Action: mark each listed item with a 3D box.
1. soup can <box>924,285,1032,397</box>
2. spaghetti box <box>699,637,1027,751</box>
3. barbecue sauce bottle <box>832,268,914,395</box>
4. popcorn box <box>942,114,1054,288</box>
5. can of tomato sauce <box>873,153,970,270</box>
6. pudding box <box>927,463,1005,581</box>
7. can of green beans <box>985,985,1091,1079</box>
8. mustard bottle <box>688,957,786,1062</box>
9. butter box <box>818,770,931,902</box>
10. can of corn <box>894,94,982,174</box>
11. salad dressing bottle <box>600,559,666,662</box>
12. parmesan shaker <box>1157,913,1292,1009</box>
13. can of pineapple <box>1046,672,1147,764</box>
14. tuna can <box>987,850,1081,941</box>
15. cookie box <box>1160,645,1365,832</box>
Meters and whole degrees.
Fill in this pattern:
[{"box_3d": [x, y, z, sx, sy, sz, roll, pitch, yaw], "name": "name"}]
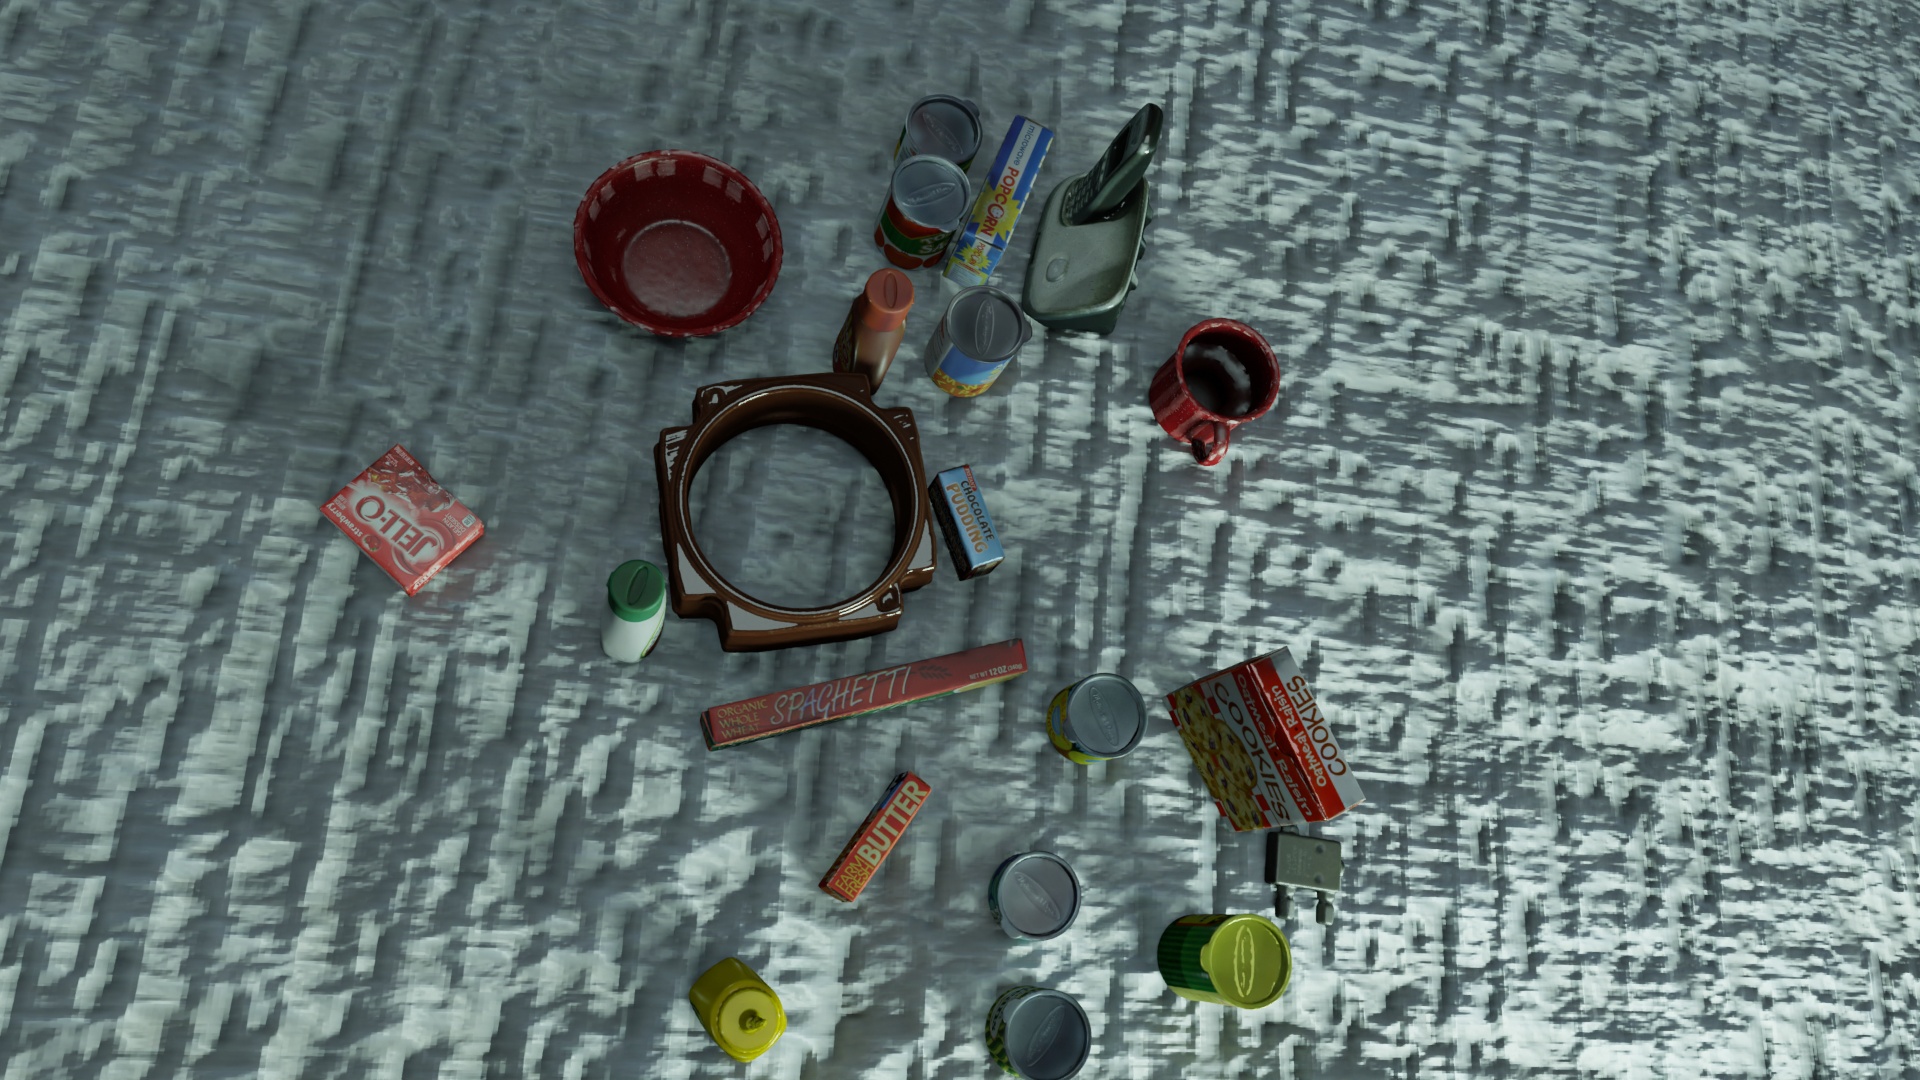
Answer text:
[{"box_3d": [0.013, -0.161, 1.137, 0.071, 0.083, 0.071, 4, 75, -13], "name": "soup can"}, {"box_3d": [-0.072, 0.117, 1.057, 0.251, 0.050, 0.029, -12, 79, -17], "name": "spaghetti box"}, {"box_3d": [-0.068, -0.165, 1.083, 0.044, 0.148, 0.065, 2, 75, -14], "name": "barbecue sauce bottle"}, {"box_3d": [0.032, -0.284, 1.175, 0.038, 0.085, 0.127, 25, 71, -7], "name": "popcorn box"}, {"box_3d": [-0.032, -0.270, 1.156, 0.071, 0.083, 0.071, 4, 75, -13], "name": "can of tomato sauce"}, {"box_3d": [0.004, -0.014, 1.112, 0.030, 0.049, 0.084, -17, 80, -18], "name": "pudding box"}, {"box_3d": [0.056, 0.362, 1.018, 0.071, 0.057, 0.071, 4, 74, -13], "name": "can of green beans"}, {"box_3d": [-0.146, 0.315, 0.925, 0.049, 0.159, 0.065, -38, 87, -20], "name": "mustard bottle"}, {"box_3d": [-0.064, 0.220, 1.029, 0.024, 0.053, 0.104, 38, 70, -2], "name": "butter box"}, {"box_3d": [-0.018, -0.340, 1.192, 0.071, 0.058, 0.071, 4, 74, -13], "name": "can of corn"}, {"box_3d": [-0.231, 0.048, 0.984, 0.044, 0.147, 0.064, 21, 72, -8], "name": "salad dressing bottle"}, {"box_3d": [0.193, 0.313, 1.042, 0.071, 0.102, 0.071, 4, 75, -13], "name": "parmesan shaker"}, {"box_3d": [0.104, 0.141, 1.091, 0.071, 0.057, 0.071, 4, 74, -13], "name": "can of pineapple"}, {"box_3d": [0.054, 0.272, 1.056, 0.071, 0.032, 0.071, 4, 74, -13], "name": "tuna can"}, {"box_3d": [0.225, 0.156, 1.059, 0.040, 0.167, 0.123, -24, 82, -19], "name": "cookie box"}]
